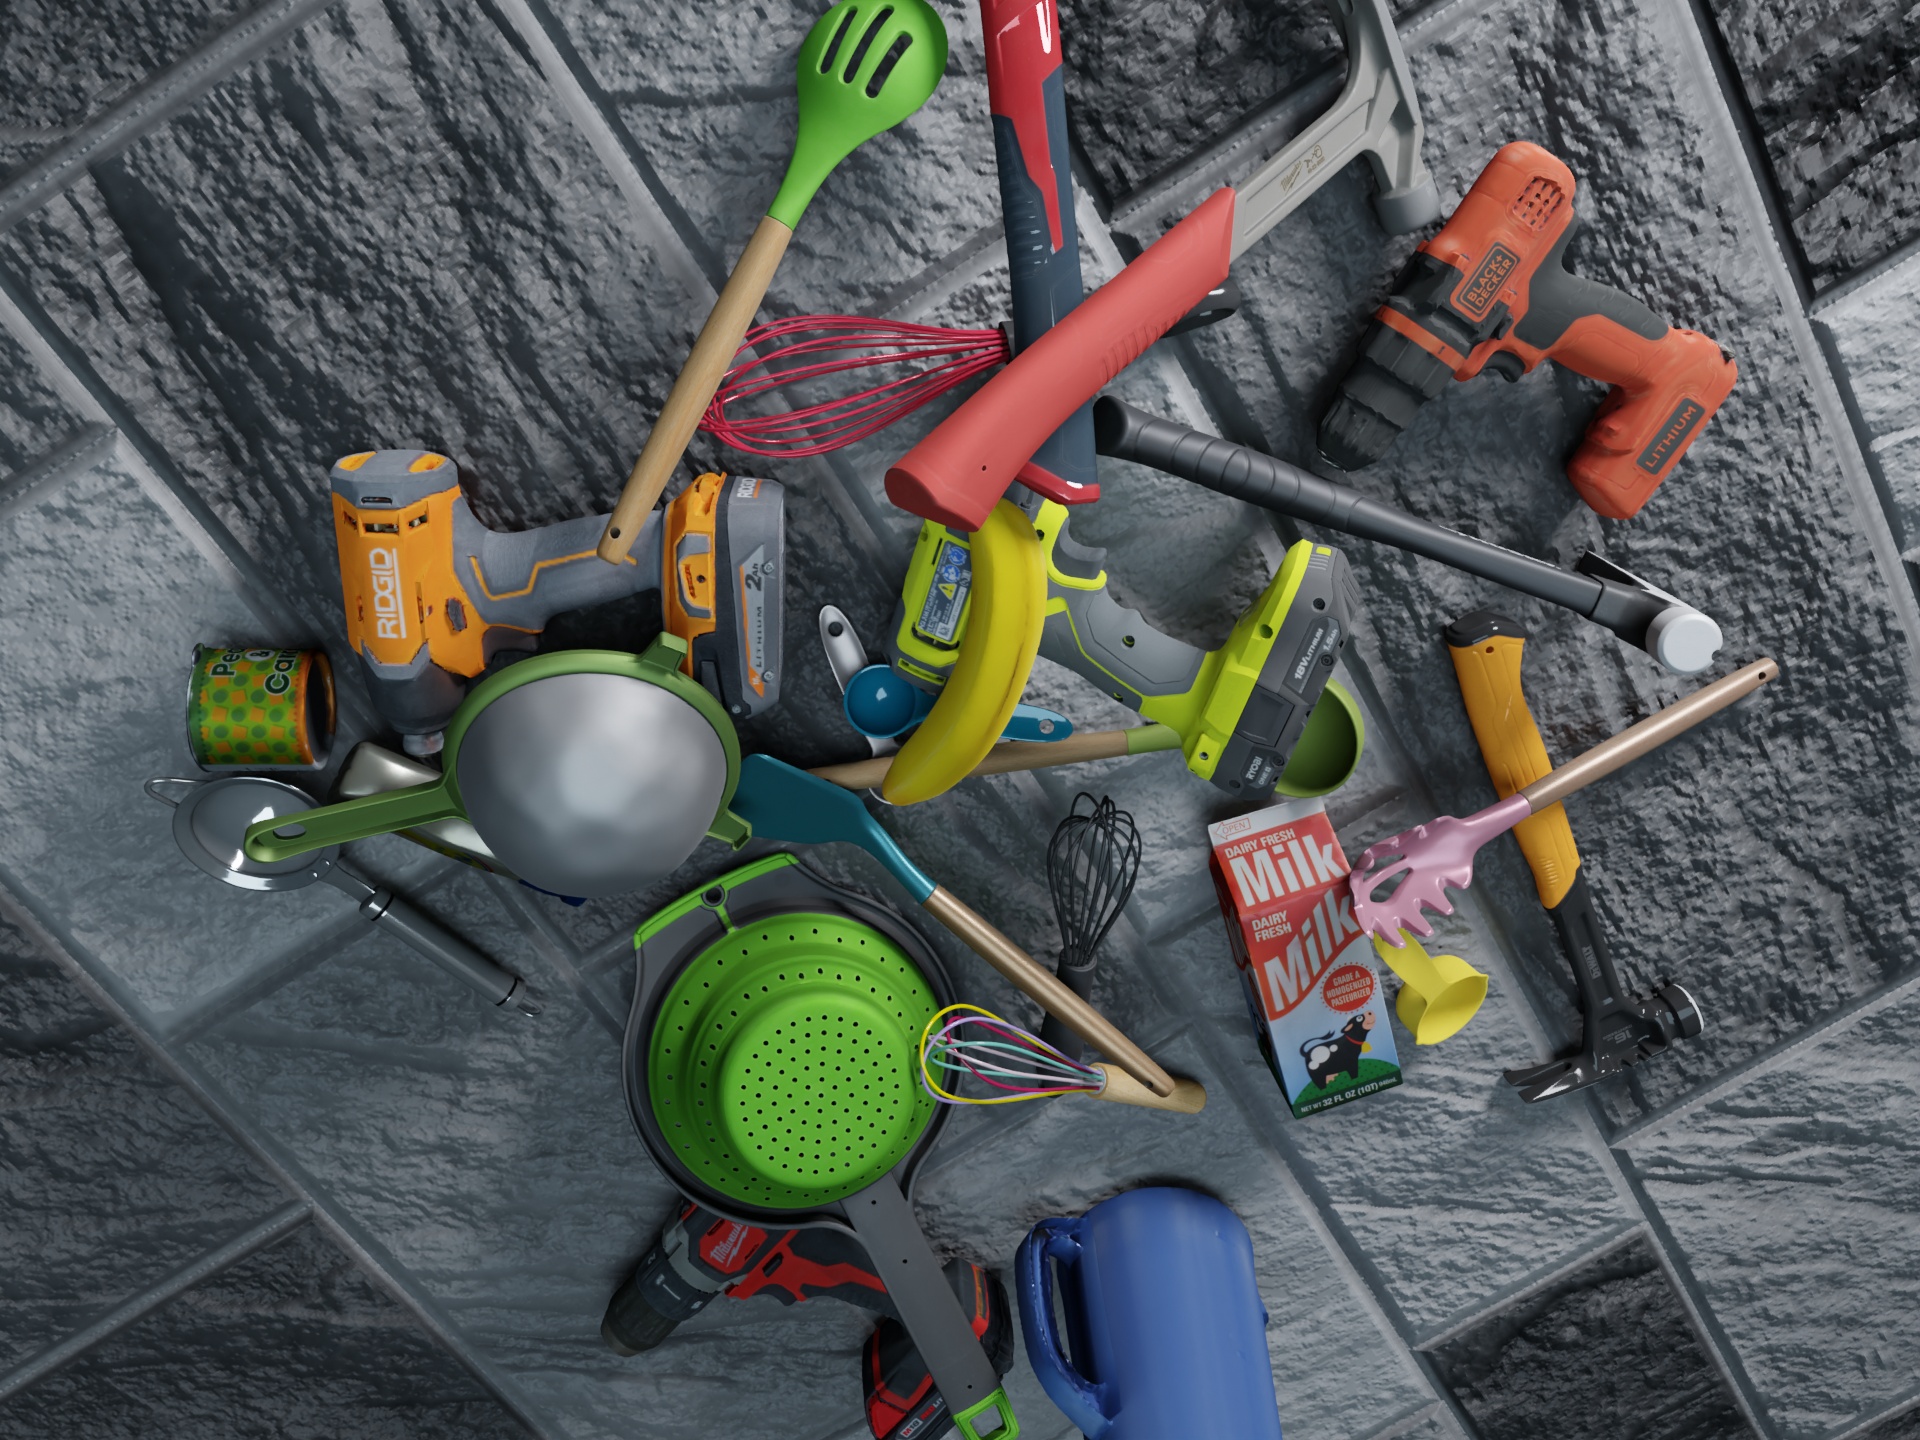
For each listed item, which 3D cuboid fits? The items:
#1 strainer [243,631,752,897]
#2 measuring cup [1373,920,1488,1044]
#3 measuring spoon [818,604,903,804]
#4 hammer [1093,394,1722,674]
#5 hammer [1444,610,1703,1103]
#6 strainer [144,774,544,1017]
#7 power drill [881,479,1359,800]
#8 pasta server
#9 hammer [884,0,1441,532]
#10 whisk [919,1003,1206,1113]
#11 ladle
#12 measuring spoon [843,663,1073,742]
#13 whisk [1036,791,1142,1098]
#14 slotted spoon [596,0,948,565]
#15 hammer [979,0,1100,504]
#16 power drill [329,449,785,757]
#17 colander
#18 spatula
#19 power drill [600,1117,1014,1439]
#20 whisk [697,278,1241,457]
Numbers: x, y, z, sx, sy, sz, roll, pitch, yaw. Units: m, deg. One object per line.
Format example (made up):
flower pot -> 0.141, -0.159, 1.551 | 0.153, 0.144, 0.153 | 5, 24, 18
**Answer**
strainer -> -0.237, 0.052, 0.800 | 0.256, 0.069, 0.151 | -12, 133, -1
measuring cup -> 0.274, 0.150, 0.967 | 0.062, 0.029, 0.156 | -45, 134, 3
measuring spoon -> -0.054, -0.010, 0.908 | 0.034, 0.018, 0.124 | -22, 105, -4
hammer -> 0.227, -0.107, 0.857 | 0.334, 0.146, 0.035 | 19, 107, -1
hammer -> 0.356, 0.086, 0.979 | 0.127, 0.034, 0.336 | -25, 112, 2
strainer -> -0.339, 0.098, 0.902 | 0.087, 0.050, 0.258 | -36, 117, 22
power drill -> 0.084, -0.065, 0.830 | 0.223, 0.080, 0.171 | 23, 118, 6
pasta server -> 0.352, 0.038, 0.919 | 0.316, 0.040, 0.060 | -27, 103, -12
hammer -> 0.095, -0.214, 0.736 | 0.359, 0.037, 0.149 | -43, 120, -22
whisk -> 0.067, 0.208, 0.947 | 0.244, 0.047, 0.051 | 20, 132, -40
ladle -> 0.070, 0.020, 0.900 | 0.320, 0.062, 0.078 | -7, 111, -6
measuring spoon -> -0.001, -0.003, 0.888 | 0.128, 0.021, 0.042 | 9, 82, -2
whisk -> 0.068, 0.140, 0.945 | 0.055, 0.055, 0.238 | 1, 126, -7
slotted spoon -> -0.098, -0.215, 0.766 | 0.070, 0.031, 0.314 | 28, 92, 10
hammer -> 0.046, -0.296, 0.745 | 0.143, 0.038, 0.386 | -7, 98, -4
power drill -> -0.207, -0.055, 0.837 | 0.226, 0.084, 0.164 | 2, 113, -3
colander -> -0.052, 0.273, 0.918 | 0.204, 0.094, 0.397 | -28, 99, -12
spatula -> -0.004, 0.124, 0.911 | 0.317, 0.044, 0.082 | 39, 133, -5
power drill -> -0.099, 0.378, 1.020 | 0.226, 0.080, 0.188 | 39, 102, -16
whisk -> 0.004, -0.190, 0.820 | 0.296, 0.073, 0.073 | -14, 112, -7
